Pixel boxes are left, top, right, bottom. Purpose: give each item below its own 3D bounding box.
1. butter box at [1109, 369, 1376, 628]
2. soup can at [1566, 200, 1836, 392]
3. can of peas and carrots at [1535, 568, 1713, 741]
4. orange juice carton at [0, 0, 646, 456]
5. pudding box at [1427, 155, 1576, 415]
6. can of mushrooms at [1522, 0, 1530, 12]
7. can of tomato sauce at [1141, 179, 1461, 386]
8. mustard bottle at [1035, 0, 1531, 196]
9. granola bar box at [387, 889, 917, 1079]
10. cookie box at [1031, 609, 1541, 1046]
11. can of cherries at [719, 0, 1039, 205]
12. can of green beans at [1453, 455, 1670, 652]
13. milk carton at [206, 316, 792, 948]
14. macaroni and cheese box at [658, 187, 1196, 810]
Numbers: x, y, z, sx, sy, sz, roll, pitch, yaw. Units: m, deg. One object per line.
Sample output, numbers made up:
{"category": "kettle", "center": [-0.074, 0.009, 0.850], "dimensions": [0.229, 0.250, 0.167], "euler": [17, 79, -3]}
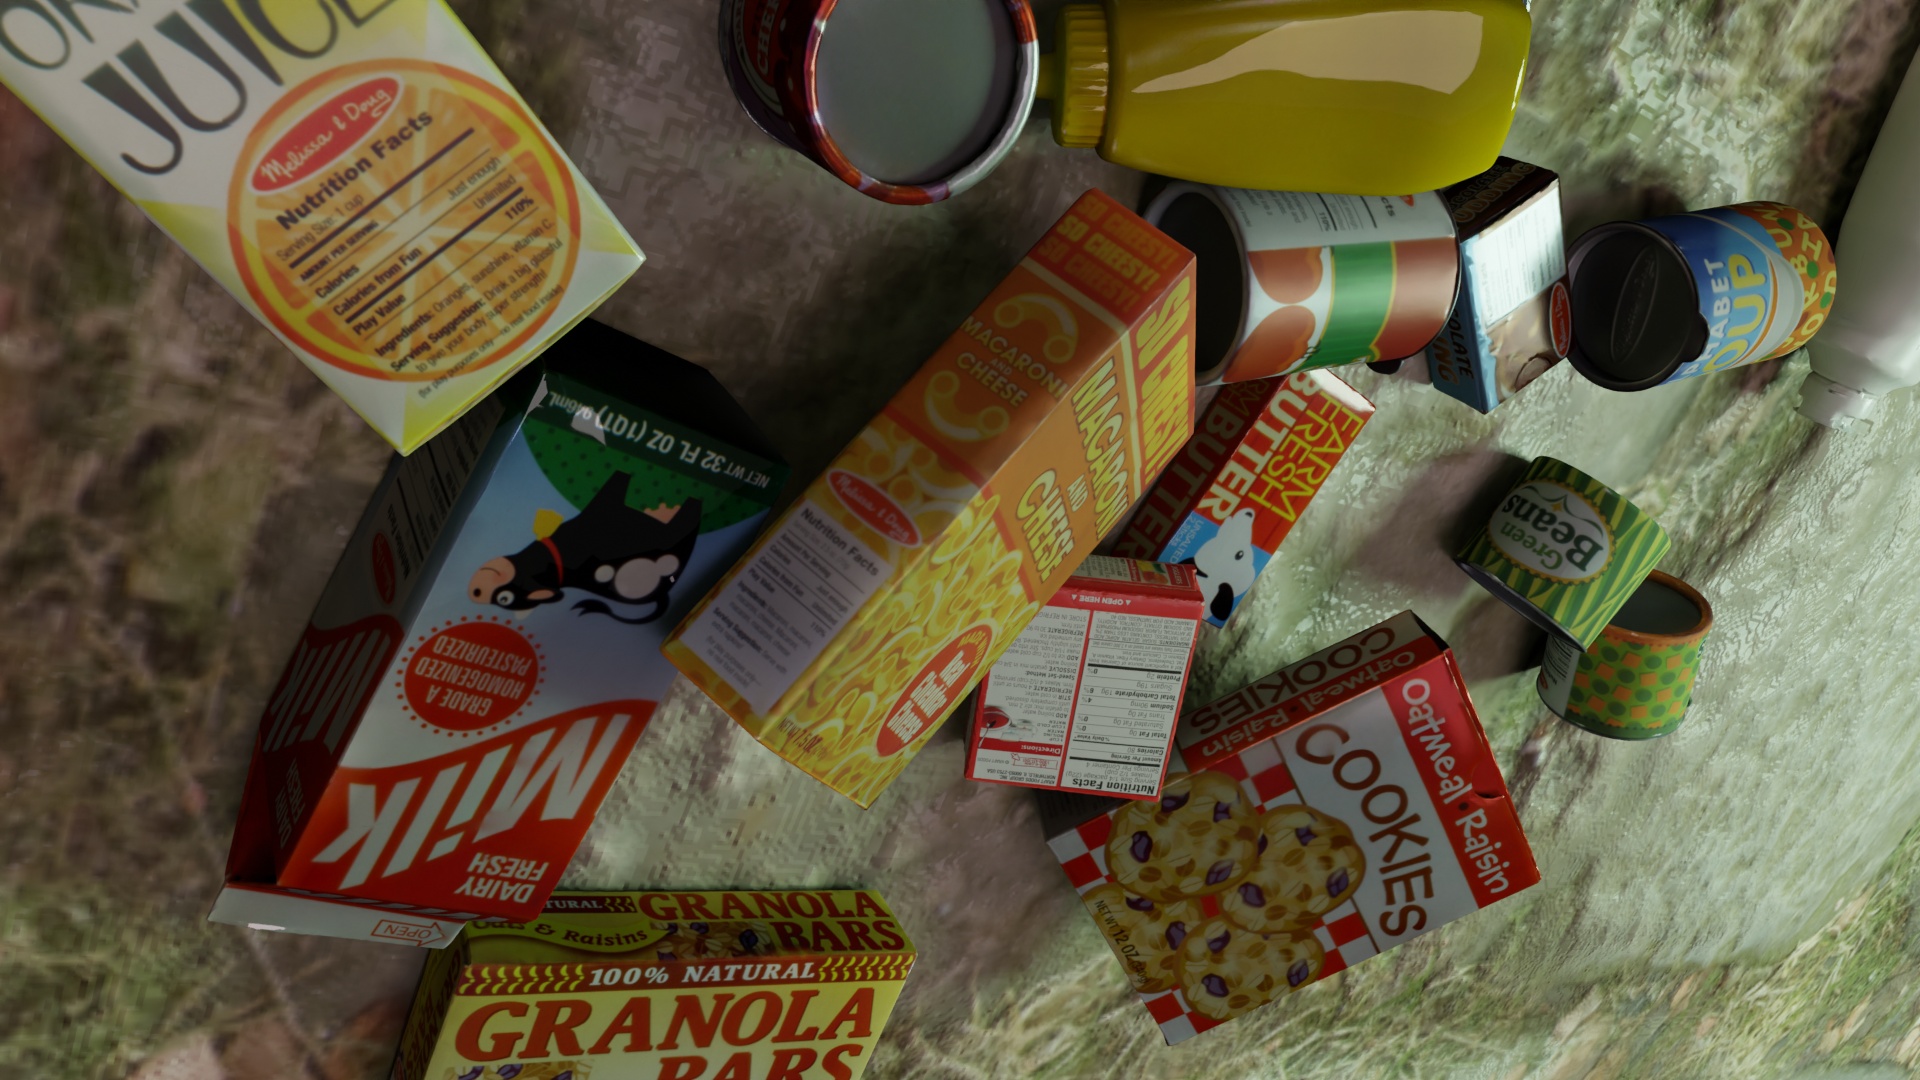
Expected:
{"category": "butter box", "center": [0.105, -0.021, 0.516], "dimensions": [0.053, 0.024, 0.103], "euler": [25, 103, -38]}
{"category": "soup can", "center": [0.292, -0.097, 0.550], "dimensions": [0.084, 0.071, 0.071], "euler": [-13, 123, -24]}
{"category": "can of peas and carrots", "center": [0.313, 0.051, 0.651], "dimensions": [0.071, 0.071, 0.058], "euler": [-15, 123, -22]}
{"category": "orange juice carton", "center": [-0.156, -0.115, 0.277], "dimensions": [0.073, 0.072, 0.192], "euler": [-40, 130, -4]}
{"category": "pudding box", "center": [0.201, -0.095, 0.525], "dimensions": [0.050, 0.030, 0.083], "euler": [-35, 129, -9]}
{"category": "can of mushrooms", "center": [0.149, -0.167, 0.450], "dimensions": [0.071, 0.033, 0.070], "euler": [-14, 123, -23]}
{"category": "can of tomato sauce", "center": [0.107, -0.085, 0.452], "dimensions": [0.083, 0.071, 0.070], "euler": [-10, 122, -24]}
{"category": "mustard bottle", "center": [0.077, -0.135, 0.401], "dimensions": [0.160, 0.049, 0.065], "euler": [0, 128, -4]}
{"category": "granola bar box", "center": [-0.113, 0.184, 0.499], "dimensions": [0.166, 0.039, 0.123], "euler": [10, 112, -34]}
{"category": "cookie box", "center": [0.131, 0.118, 0.556], "dimensions": [0.167, 0.040, 0.122], "euler": [-27, 114, 6]}
{"category": "can of cherries", "center": [-0.023, -0.126, 0.357], "dimensions": [0.072, 0.058, 0.071], "euler": [-15, 124, -23]}
{"category": "can of green beans", "center": [0.256, 0.005, 0.592], "dimensions": [0.071, 0.071, 0.057], "euler": [31, 99, -39]}
{"category": "milk carton", "center": [-0.131, 0.034, 0.378], "dimensions": [0.072, 0.073, 0.190], "euler": [23, 104, -38]}
{"category": "macaroni and cheese box", "center": [0.001, -0.005, 0.406], "dimensions": [0.167, 0.040, 0.123], "euler": [-49, 161, -9]}
